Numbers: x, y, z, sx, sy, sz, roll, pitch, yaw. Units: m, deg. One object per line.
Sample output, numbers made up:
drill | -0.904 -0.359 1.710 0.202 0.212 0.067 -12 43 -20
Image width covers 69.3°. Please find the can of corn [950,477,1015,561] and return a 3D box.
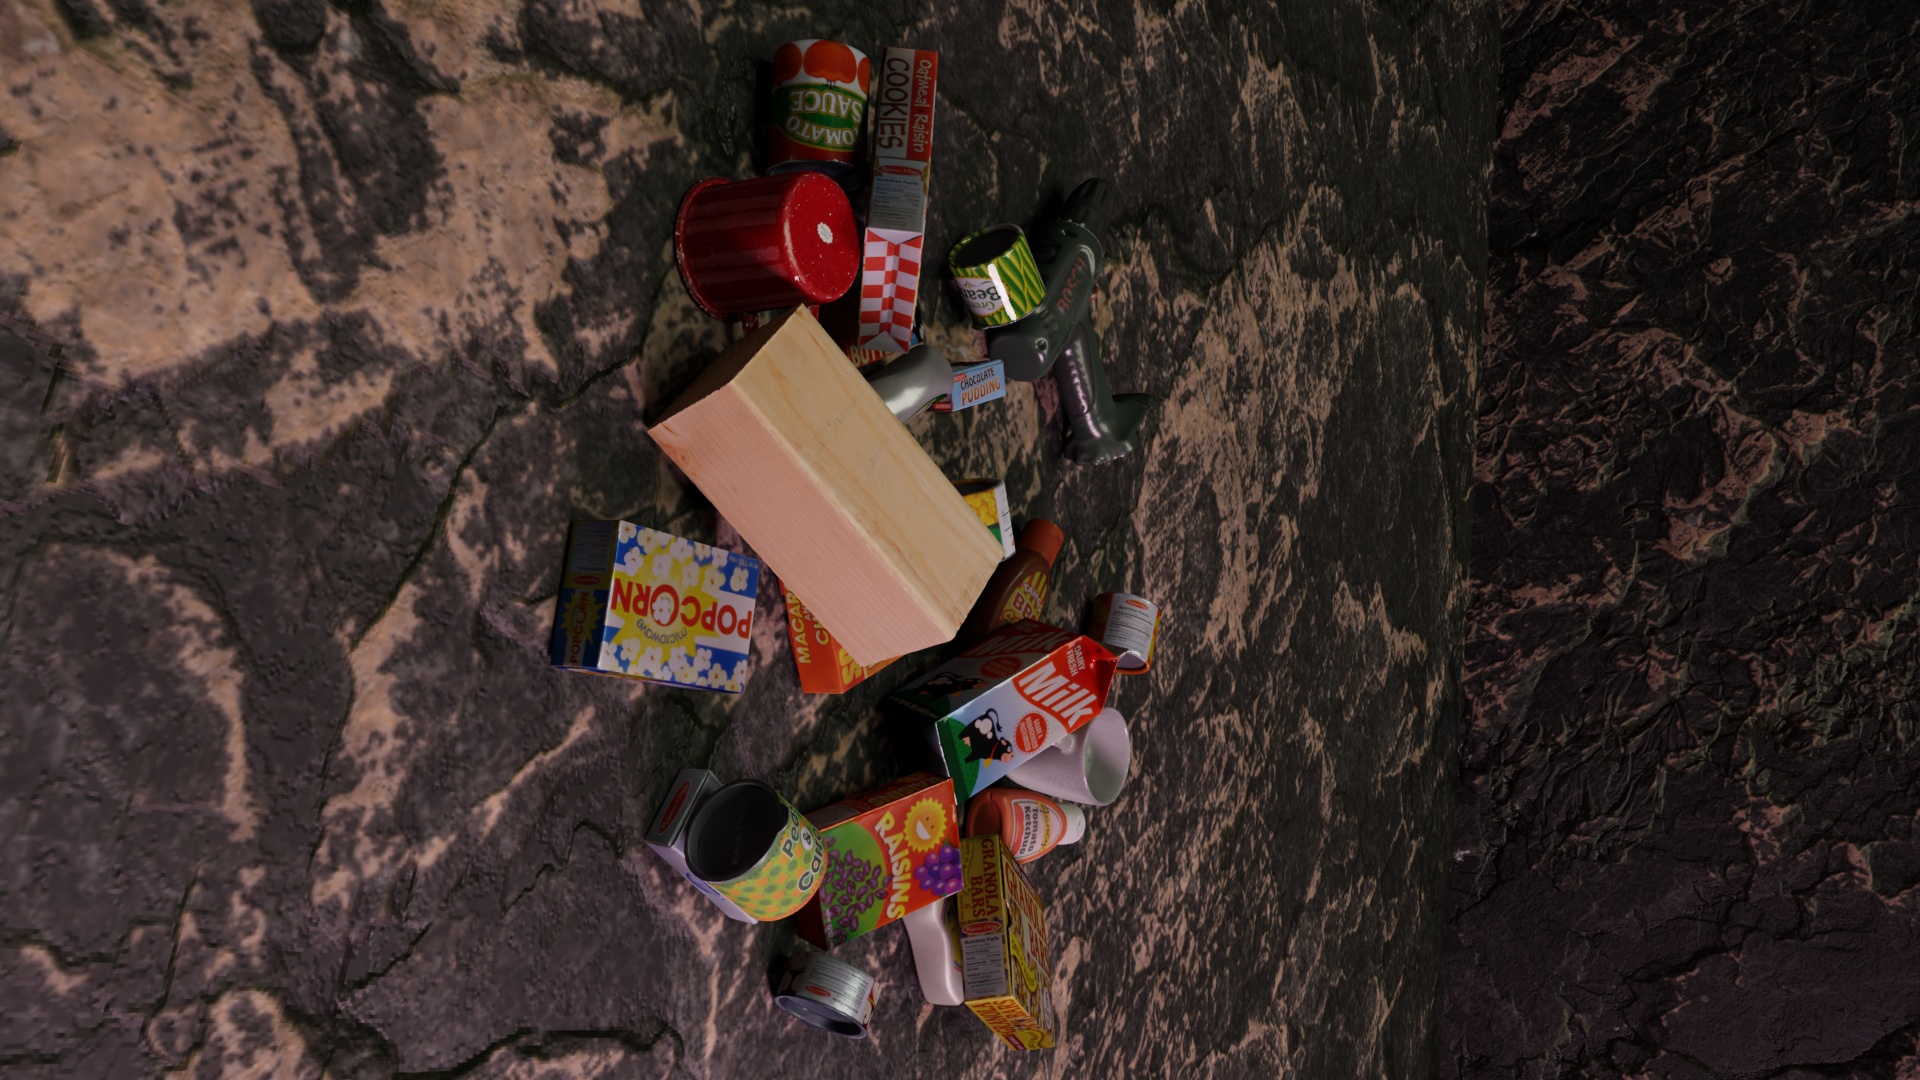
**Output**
can of corn | 0.004 -0.014 1.084 0.071 0.071 0.058 -28 113 -55

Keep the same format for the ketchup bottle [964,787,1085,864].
ketchup bottle | 0.058 0.243 1.188 0.149 0.043 0.065 16 79 -58

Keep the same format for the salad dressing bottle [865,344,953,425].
salad dressing bottle | -0.064 -0.090 0.981 0.148 0.064 0.044 -40 107 -42

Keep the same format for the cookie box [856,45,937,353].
cookie box | -0.044 -0.231 0.944 0.122 0.040 0.168 102 -8 -59

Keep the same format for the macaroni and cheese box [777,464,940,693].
macaroni and cheese box | -0.063 0.024 0.995 0.167 0.040 0.123 -28 112 -56

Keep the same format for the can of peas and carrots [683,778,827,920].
can of peas and carrots | -0.119 0.184 0.826 0.058 0.071 0.071 55 46 -44

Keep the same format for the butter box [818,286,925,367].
butter box | -0.065 -0.159 1.009 0.104 0.024 0.053 -34 118 -54

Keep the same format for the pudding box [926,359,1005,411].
pudding box | -0.006 -0.121 1.081 0.084 0.049 0.030 -25 113 -56

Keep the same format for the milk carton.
milk carton | 0.040 0.119 1.072 0.191 0.072 0.073 -27 114 -32

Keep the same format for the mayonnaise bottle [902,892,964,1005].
mayonnaise bottle | -0.020 0.279 1.061 0.065 0.041 0.147 -49 131 -56

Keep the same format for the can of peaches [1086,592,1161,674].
can of peaches | 0.154 0.090 1.325 0.071 0.071 0.058 46 52 -49

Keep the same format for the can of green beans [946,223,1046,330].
can of green beans | 0.029 -0.215 1.123 0.071 0.071 0.057 -61 137 -39

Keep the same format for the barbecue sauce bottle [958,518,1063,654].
barbecue sauce bottle | 0.046 0.046 1.170 0.064 0.043 0.149 60 42 -36

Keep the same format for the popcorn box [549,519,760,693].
popcorn box | -0.175 0.041 0.815 0.126 0.038 0.085 22 72 -56

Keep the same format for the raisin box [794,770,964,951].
raisin box | -0.058 0.220 0.967 0.124 0.040 0.086 -14 101 -39

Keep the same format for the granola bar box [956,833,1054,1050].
granola bar box | 0.036 0.317 1.087 0.165 0.039 0.125 65 17 -55

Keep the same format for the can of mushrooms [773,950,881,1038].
can of mushrooms | -0.089 0.304 0.929 0.070 0.071 0.033 56 44 -42

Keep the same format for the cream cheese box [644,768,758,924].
cream cheese box | -0.150 0.191 0.867 0.103 0.024 0.053 58 44 -41

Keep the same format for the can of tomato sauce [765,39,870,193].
can of tomato sauce | -0.093 -0.280 0.921 0.071 0.071 0.083 11 80 -58
